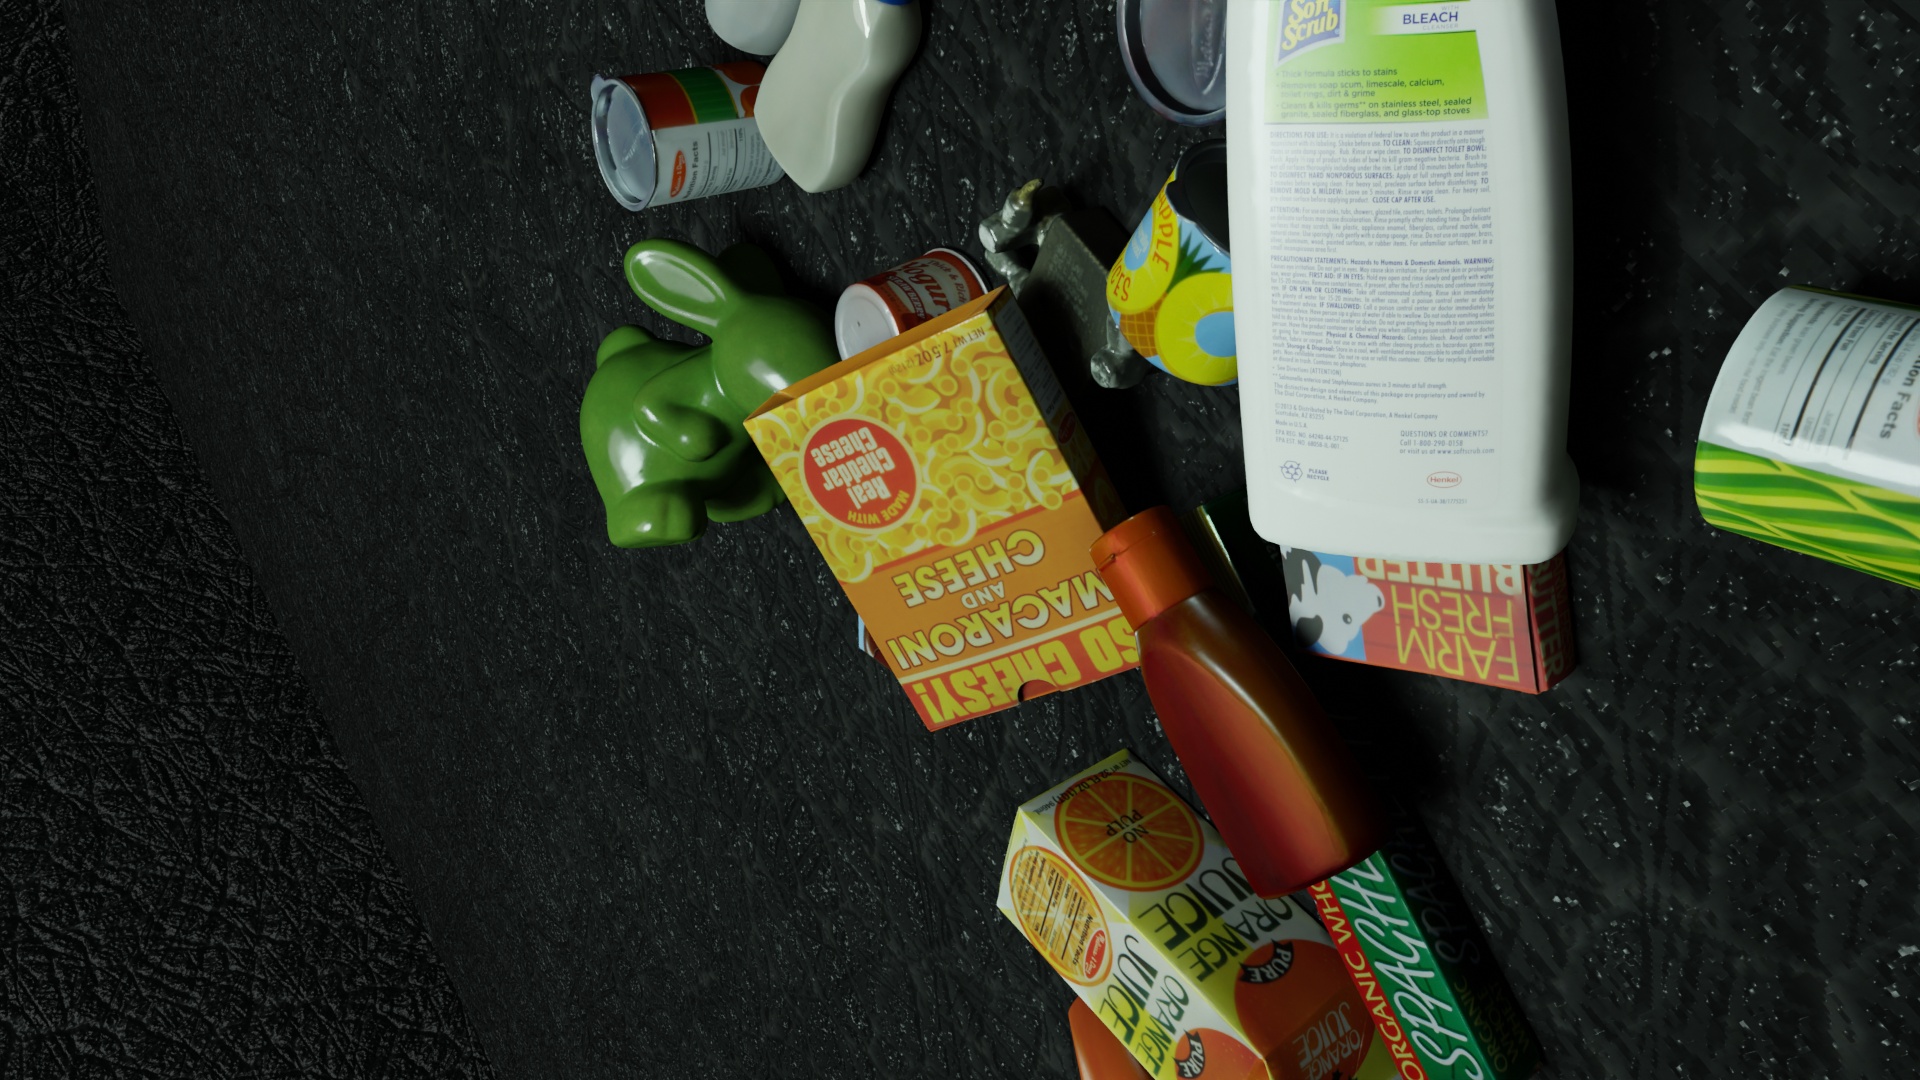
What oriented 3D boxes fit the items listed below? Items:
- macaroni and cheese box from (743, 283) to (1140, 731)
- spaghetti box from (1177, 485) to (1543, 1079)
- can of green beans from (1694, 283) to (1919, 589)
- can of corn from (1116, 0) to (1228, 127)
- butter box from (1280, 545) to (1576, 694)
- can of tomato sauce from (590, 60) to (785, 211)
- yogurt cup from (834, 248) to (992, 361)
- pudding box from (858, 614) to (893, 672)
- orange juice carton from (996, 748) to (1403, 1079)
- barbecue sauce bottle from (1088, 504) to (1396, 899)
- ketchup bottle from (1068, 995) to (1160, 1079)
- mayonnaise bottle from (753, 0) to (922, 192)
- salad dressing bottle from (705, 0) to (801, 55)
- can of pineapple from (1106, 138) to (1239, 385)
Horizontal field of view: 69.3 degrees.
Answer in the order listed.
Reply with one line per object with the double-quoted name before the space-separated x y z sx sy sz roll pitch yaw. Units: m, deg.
"macaroni and cheese box" 0.002 -0.007 0.596 0.123 0.040 0.166 -21 108 26
"spaghetti box" 0.146 0.099 0.550 0.050 0.029 0.250 -36 78 55
"can of green beans" 0.225 -0.026 0.342 0.058 0.071 0.071 26 128 45
"can of corn" 0.096 -0.171 0.447 0.071 0.058 0.070 29 130 43
"butter box" 0.161 0.019 0.490 0.103 0.024 0.053 7 113 52
"can of tomato sauce" -0.140 -0.214 0.725 0.071 0.083 0.070 29 130 43
"yogurt cup" -0.022 -0.099 0.651 0.072 0.054 0.072 31 131 43
"pudding box" -0.031 0.030 0.754 0.050 0.030 0.083 30 130 41
"orange juice carton" 0.107 0.189 0.613 0.193 0.072 0.072 41 137 34
"barbecue sauce bottle" 0.100 0.058 0.525 0.149 0.044 0.064 61 145 13
"ketchup bottle" 0.084 0.260 0.636 0.064 0.043 0.149 47 -175 -6
"mayonnaise bottle" -0.049 -0.228 0.631 0.065 0.041 0.147 58 143 13
"salad dressing bottle" -0.077 -0.293 0.633 0.064 0.044 0.147 58 143 18
"can of pineapple" 0.090 -0.097 0.485 0.071 0.071 0.057 56 144 18
